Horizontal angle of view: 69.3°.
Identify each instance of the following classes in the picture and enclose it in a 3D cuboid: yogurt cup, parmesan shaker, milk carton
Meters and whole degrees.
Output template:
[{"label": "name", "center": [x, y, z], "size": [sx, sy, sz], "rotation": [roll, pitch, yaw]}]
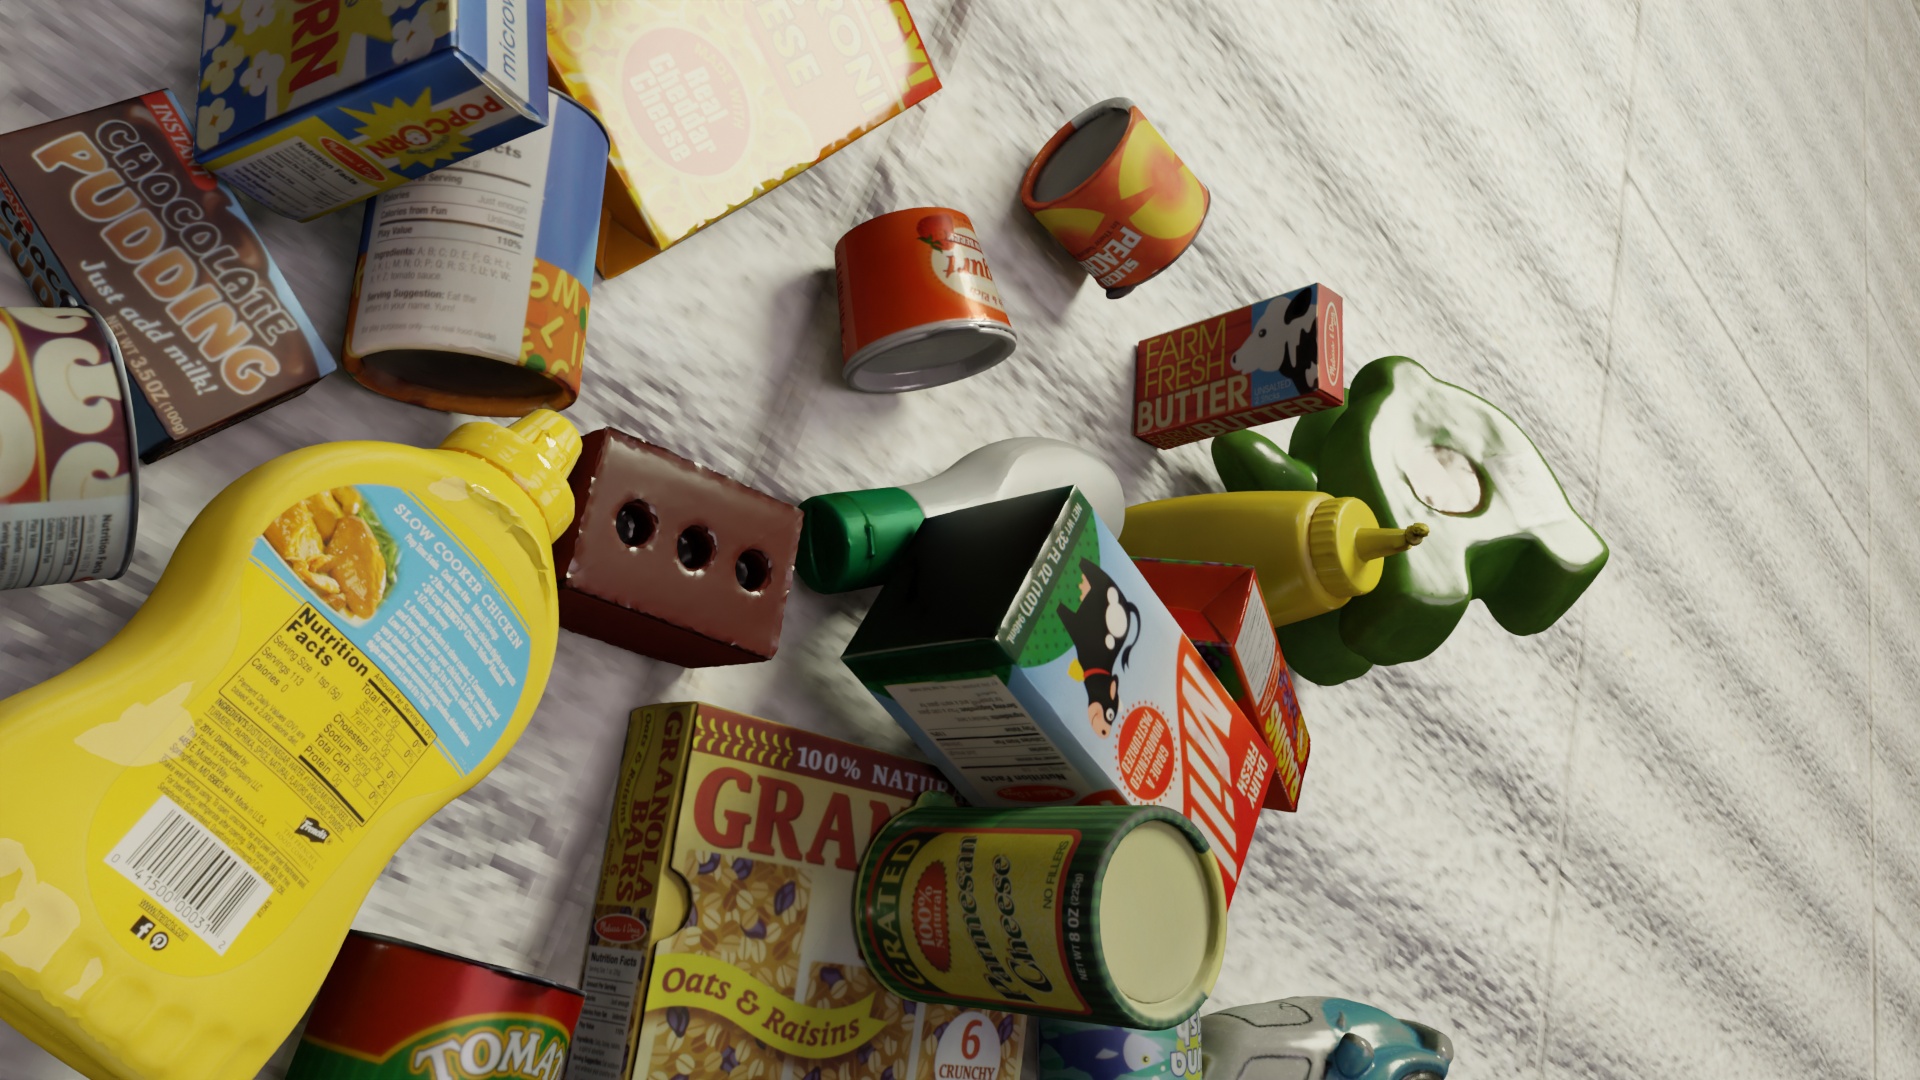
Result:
[{"label": "yogurt cup", "center": [-0.017, -0.092, 0.534], "size": [0.072, 0.072, 0.054], "rotation": [-3, 76, -44]}, {"label": "parmesan shaker", "center": [0.024, 0.115, 0.445], "size": [0.071, 0.103, 0.071], "rotation": [12, 73, -43]}, {"label": "milk carton", "center": [0.051, 0.076, 0.502], "size": [0.190, 0.073, 0.073], "rotation": [52, 48, -26]}]

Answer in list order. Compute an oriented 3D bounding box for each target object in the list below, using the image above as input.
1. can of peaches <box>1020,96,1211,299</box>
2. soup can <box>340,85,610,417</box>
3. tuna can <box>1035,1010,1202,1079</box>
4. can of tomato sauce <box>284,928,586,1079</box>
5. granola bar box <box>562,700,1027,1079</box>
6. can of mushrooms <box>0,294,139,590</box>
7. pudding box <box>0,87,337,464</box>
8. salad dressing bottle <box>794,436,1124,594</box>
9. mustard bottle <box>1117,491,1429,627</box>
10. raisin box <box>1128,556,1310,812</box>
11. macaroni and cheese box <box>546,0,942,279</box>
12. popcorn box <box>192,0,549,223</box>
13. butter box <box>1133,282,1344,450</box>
[{"label": "can of peaches", "center": [0.069, -0.154, 0.626], "size": [0.058, 0.071, 0.071], "rotation": [40, 56, -31]}, {"label": "soup can", "center": [-0.141, -0.084, 0.411], "size": [0.071, 0.071, 0.084], "rotation": [15, 73, -42]}, {"label": "tuna can", "center": [0.064, 0.200, 0.546], "size": [0.071, 0.071, 0.033], "rotation": [12, 73, -42]}, {"label": "can of tomato sauce", "center": [-0.141, 0.150, 0.358], "size": [0.071, 0.071, 0.083], "rotation": [32, 61, -36]}, {"label": "granola bar box", "center": [-0.043, 0.134, 0.477], "size": [0.165, 0.039, 0.124], "rotation": [22, 67, -40]}, {"label": "can of mushrooms", "center": [-0.219, -0.024, 0.322], "size": [0.033, 0.071, 0.071], "rotation": [-9, 88, -44]}, {"label": "pudding box", "center": [-0.210, -0.069, 0.364], "size": [0.050, 0.030, 0.083], "rotation": [-39, 109, -43]}, {"label": "salad dressing bottle", "center": [0.002, -0.007, 0.548], "size": [0.148, 0.044, 0.064], "rotation": [-9, 94, -43]}, {"label": "mustard bottle", "center": [0.123, 0.009, 0.579], "size": [0.049, 0.160, 0.065], "rotation": [-2, 85, -46]}, {"label": "raisin box", "center": [0.088, 0.060, 0.562], "size": [0.123, 0.086, 0.040], "rotation": [61, 42, -44]}, {"label": "macaroni and cheese box", "center": [-0.090, -0.185, 0.496], "size": [0.167, 0.040, 0.123], "rotation": [-44, 113, -40]}, {"label": "popcorn box", "center": [-0.158, -0.159, 0.376], "size": [0.038, 0.085, 0.127], "rotation": [34, 45, -62]}, {"label": "butter box", "center": [0.127, -0.078, 0.641], "size": [0.024, 0.103, 0.053], "rotation": [19, 68, -41]}]
